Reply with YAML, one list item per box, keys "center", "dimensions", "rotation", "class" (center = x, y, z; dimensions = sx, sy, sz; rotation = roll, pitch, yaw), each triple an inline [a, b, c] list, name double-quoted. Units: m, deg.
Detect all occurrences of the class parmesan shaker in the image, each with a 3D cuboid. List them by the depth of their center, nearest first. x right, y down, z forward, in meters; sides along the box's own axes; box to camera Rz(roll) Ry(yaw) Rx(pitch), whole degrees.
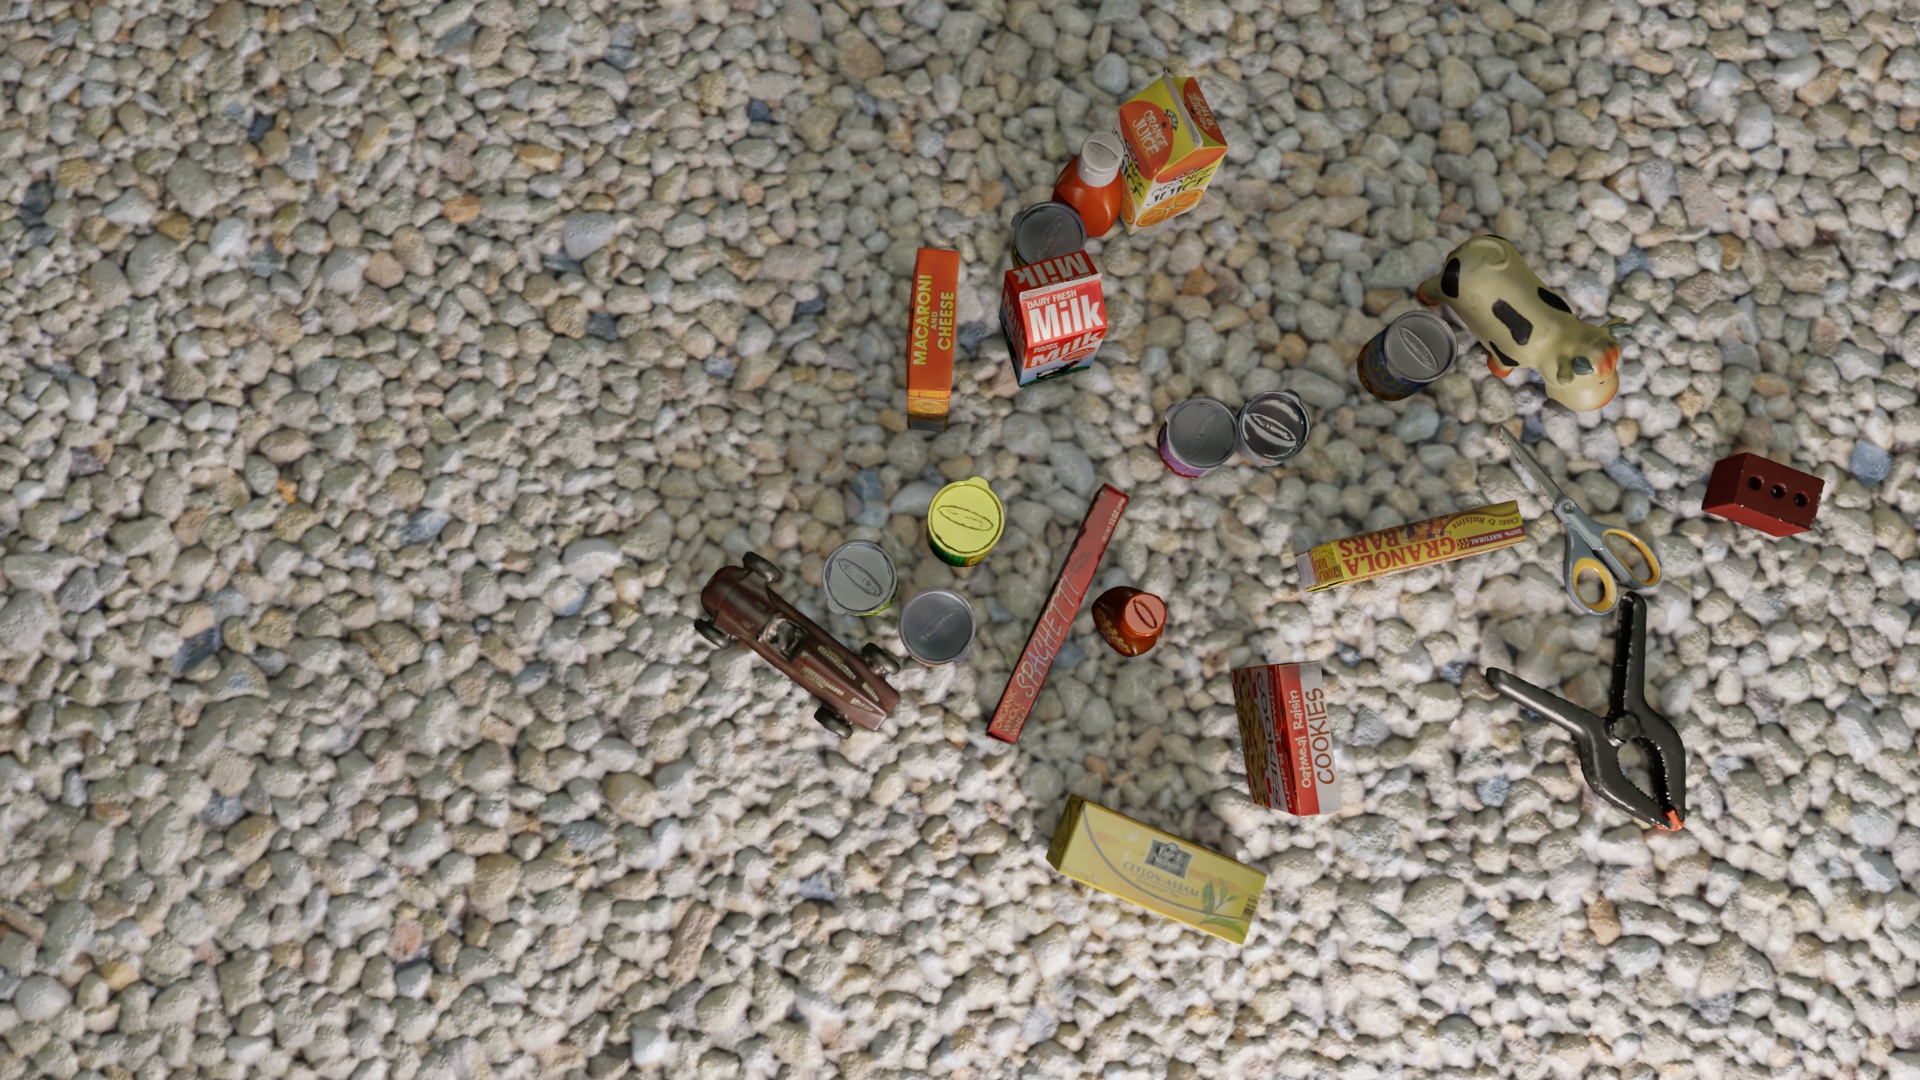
- center: [0.004, -0.015, 1.233]
  dimensions: [0.071, 0.103, 0.071]
  rotation: [0, 83, -2]
  class: "parmesan shaker"

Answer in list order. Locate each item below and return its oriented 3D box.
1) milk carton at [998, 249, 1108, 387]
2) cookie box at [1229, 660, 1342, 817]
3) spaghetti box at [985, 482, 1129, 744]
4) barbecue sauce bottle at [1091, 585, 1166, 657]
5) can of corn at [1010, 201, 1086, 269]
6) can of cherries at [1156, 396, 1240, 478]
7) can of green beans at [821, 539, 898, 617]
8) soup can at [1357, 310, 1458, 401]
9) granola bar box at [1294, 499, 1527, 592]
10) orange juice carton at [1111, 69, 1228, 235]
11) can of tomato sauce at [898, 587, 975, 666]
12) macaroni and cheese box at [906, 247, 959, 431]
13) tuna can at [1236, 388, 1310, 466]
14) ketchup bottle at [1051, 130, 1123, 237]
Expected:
- center: [0.080, -0.196, 1.215]
  dimensions: [0.072, 0.190, 0.073]
  rotation: [-15, 84, -3]
  class: "milk carton"
- center: [0.274, 0.167, 1.185]
  dimensions: [0.040, 0.167, 0.123]
  rotation: [-7, 83, -2]
  class: "cookie box"
- center: [0.086, 0.068, 1.251]
  dimensions: [0.029, 0.050, 0.250]
  rotation: [25, 83, 2]
  class: "spaghetti box"
- center: [0.149, 0.068, 1.203]
  dimensions: [0.044, 0.148, 0.065]
  rotation: [-35, 85, -5]
  class: "barbecue sauce bottle"
- center: [0.079, -0.275, 1.291]
  dimensions: [0.071, 0.058, 0.071]
  rotation: [0, 83, -2]
  class: "can of corn"
- center: [0.215, -0.095, 1.272]
  dimensions: [0.071, 0.058, 0.071]
  rotation: [0, 83, -2]
  class: "can of cherries"
- center: [-0.089, 0.035, 1.246]
  dimensions: [0.071, 0.057, 0.071]
  rotation: [0, 83, -2]
  class: "can of green beans"
- center: [0.406, -0.166, 1.274]
  dimensions: [0.071, 0.083, 0.071]
  rotation: [0, 83, -2]
  class: "soup can"
- center: [0.395, 0.007, 1.231]
  dimensions: [0.166, 0.124, 0.039]
  rotation: [-13, 84, -3]
  class: "granola bar box"
- center: [0.181, -0.347, 1.236]
  dimensions: [0.073, 0.192, 0.072]
  rotation: [-23, 84, -4]
  class: "orange juice carton"
- center: [-0.019, 0.079, 1.230]
  dimensions: [0.071, 0.083, 0.071]
  rotation: [0, 83, -2]
  class: "can of tomato sauce"
- center: [-0.025, -0.171, 1.220]
  dimensions: [0.040, 0.166, 0.124]
  rotation: [4, 83, -1]
  class: "macaroni and cheese box"
- center: [0.289, -0.106, 1.288]
  dimensions: [0.071, 0.033, 0.071]
  rotation: [0, 83, -2]
  class: "tuna can"
- center: [0.119, -0.322, 1.253]
  dimensions: [0.065, 0.148, 0.043]
  rotation: [31, 83, 2]
  class: "ketchup bottle"
